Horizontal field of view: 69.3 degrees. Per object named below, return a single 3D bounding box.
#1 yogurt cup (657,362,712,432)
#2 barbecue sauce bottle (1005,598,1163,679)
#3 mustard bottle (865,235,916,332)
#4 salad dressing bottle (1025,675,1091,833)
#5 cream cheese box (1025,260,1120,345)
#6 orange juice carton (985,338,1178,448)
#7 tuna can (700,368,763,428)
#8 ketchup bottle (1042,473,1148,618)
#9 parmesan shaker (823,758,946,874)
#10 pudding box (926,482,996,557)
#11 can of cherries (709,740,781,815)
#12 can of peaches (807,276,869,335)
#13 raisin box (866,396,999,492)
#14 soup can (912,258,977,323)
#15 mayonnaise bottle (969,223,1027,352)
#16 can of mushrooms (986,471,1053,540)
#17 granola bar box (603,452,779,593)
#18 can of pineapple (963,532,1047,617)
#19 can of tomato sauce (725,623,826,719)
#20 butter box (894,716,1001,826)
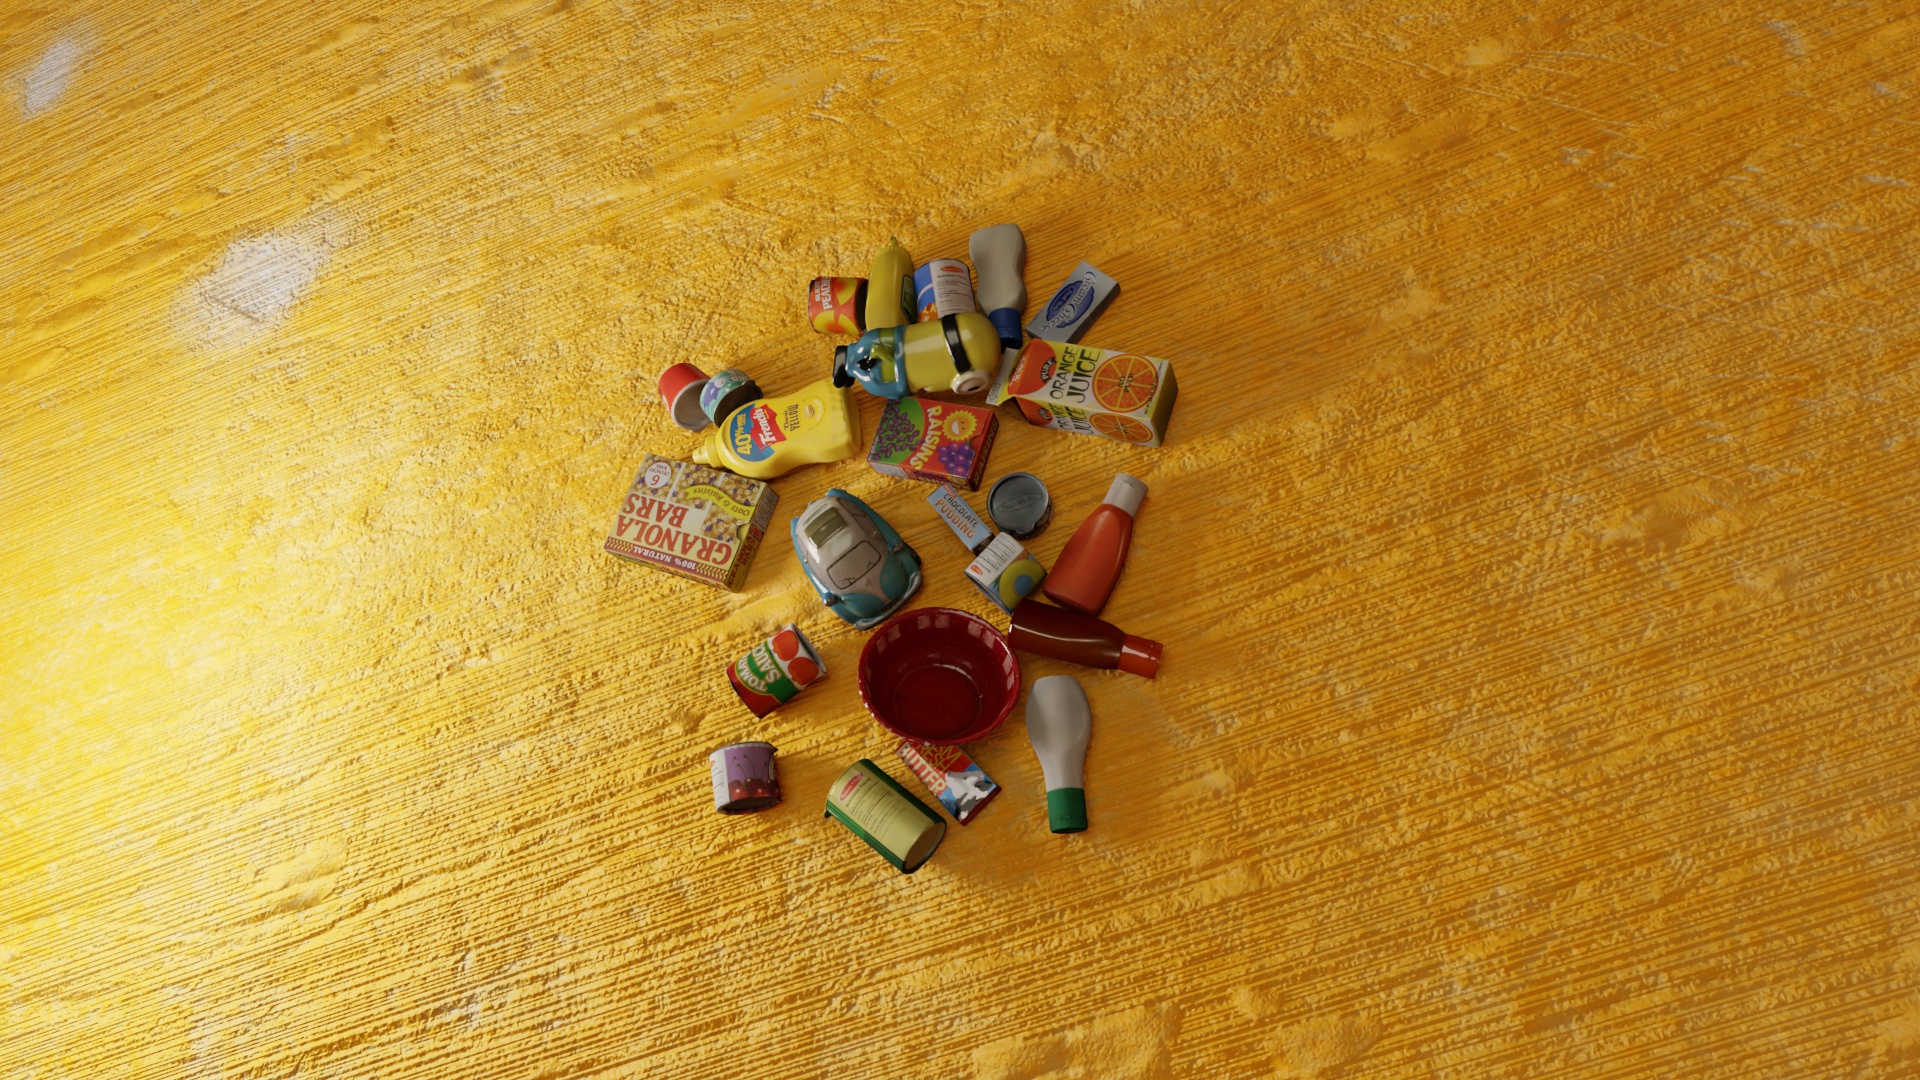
[{"bbox_3d":[-0.315,-0.170,1.610,0.072,0.072,0.054,-42,55,-3],"label":"yogurt cup"},{"bbox_3d":[0.123,0.099,1.365,0.148,0.043,0.065,15,28,9],"label":"barbecue sauce bottle"},{"bbox_3d":[-0.077,-0.288,1.589,0.049,0.065,0.161,-9,62,18],"label":"mustard bottle"},{"bbox_3d":[0.098,0.207,1.341,0.064,0.044,0.148,-8,67,11],"label":"salad dressing bottle"},{"bbox_3d":[0.125,-0.256,1.537,0.053,0.024,0.104,37,82,25],"label":"cream cheese box"},{"bbox_3d":[0.126,-0.160,1.469,0.193,0.073,0.072,13,73,21],"label":"orange juice carton"},{"bbox_3d":[-0.261,-0.163,1.587,0.071,0.071,0.033,-43,63,-3],"label":"tuna can"},{"bbox_3d":[0.143,0.003,1.412,0.065,0.043,0.149,24,76,21],"label":"ketchup bottle"},{"bbox_3d":[-0.074,0.271,1.352,0.103,0.071,0.071,34,81,25],"label":"parmesan shaker"},{"bbox_3d":[0.005,-0.018,1.458,0.030,0.049,0.084,-40,63,0],"label":"pudding box"},{"bbox_3d":[-0.215,0.241,1.407,0.071,0.071,0.058,-17,65,9],"label":"can of cherries"},{"bbox_3d":[-0.136,-0.271,1.594,0.058,0.071,0.071,5,70,17],"label":"can of peaches"},{"bbox_3d":[-0.030,-0.108,1.512,0.123,0.040,0.086,12,71,20],"label":"raisin box"},{"bbox_3d":[-0.016,-0.262,1.560,0.071,0.071,0.084,-14,66,11],"label":"soup can"},{"bbox_3d":[0.046,-0.284,1.563,0.065,0.041,0.148,-10,67,14],"label":"mayonnaise bottle"},{"bbox_3d":[0.063,-0.033,1.457,0.071,0.033,0.071,-6,66,14],"label":"can of mushrooms"},{"bbox_3d":[-0.302,-0.021,1.556,0.165,0.039,0.124,14,73,22],"label":"granola bar box"},{"bbox_3d":[0.047,0.035,1.417,0.058,0.071,0.071,-46,64,-6],"label":"can of pineapple"},{"bbox_3d":[-0.191,0.134,1.441,0.083,0.071,0.071,-35,63,0],"label":"can of tomato sauce"},{"bbox_3d":[-0.013,0.228,1.375,0.053,0.024,0.104,-45,64,-5],"label":"butter box"}]
